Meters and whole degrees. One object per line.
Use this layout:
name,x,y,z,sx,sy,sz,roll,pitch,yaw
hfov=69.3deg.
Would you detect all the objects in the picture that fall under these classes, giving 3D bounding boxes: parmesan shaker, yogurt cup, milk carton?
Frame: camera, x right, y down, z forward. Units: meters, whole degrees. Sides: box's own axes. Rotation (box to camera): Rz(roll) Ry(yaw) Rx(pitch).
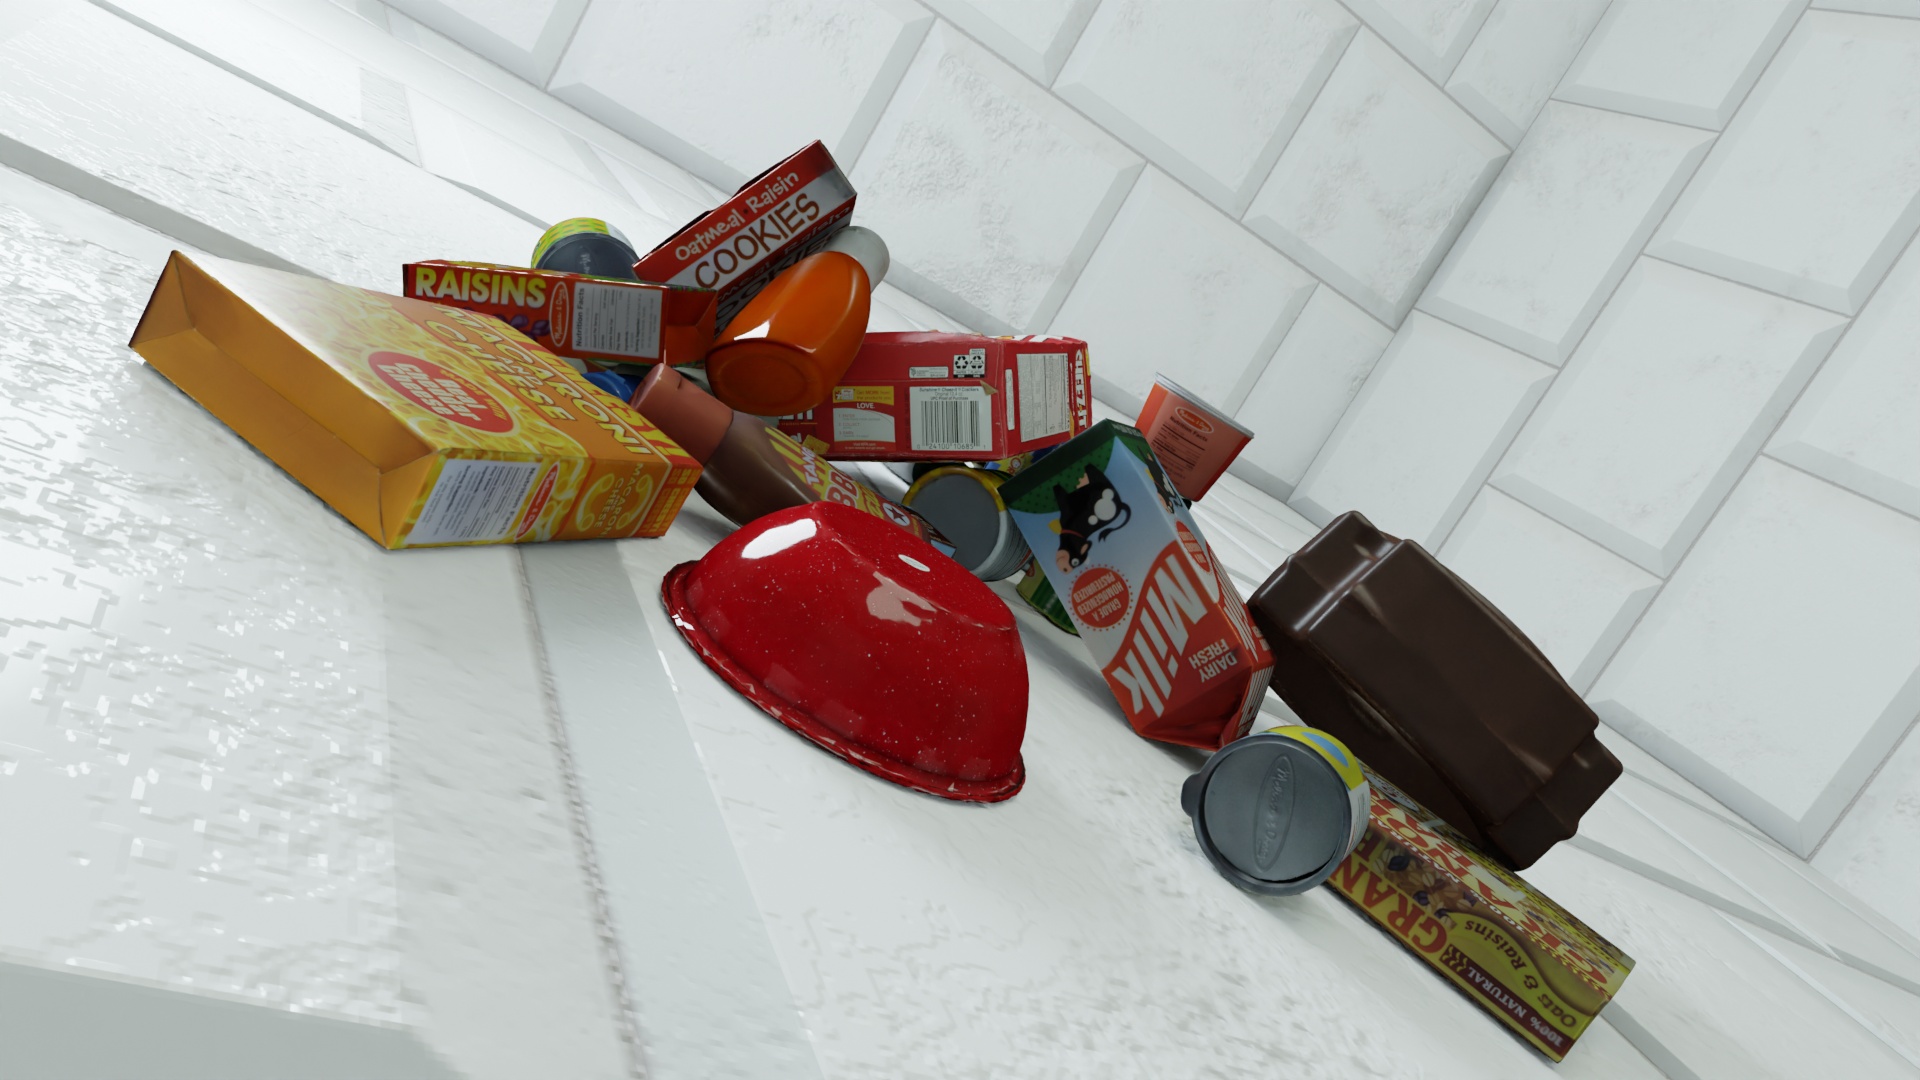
parmesan shaker,0.089,0.003,0.855,0.071,0.103,0.071,30,11,-6
yogurt cup,0.133,-0.059,0.826,0.072,0.054,0.072,30,10,-6
milk carton,0.105,0.035,0.738,0.191,0.073,0.072,61,19,12

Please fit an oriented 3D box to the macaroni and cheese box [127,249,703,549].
macaroni and cheese box,-0.186,-0.048,0.510,0.124,0.040,0.166,35,12,14

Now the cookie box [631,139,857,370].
cookie box,-0.125,-0.157,0.806,0.040,0.123,0.167,52,-10,-2

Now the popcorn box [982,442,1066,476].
popcorn box,0.056,-0.038,0.999,0.038,0.085,0.127,37,12,22

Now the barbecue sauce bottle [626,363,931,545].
barbecue sauce bottle,-0.083,-0.023,0.625,0.148,0.043,0.065,34,19,-22

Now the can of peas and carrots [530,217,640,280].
can of peas and carrots,-0.225,-0.156,0.831,0.071,0.071,0.059,26,11,-26

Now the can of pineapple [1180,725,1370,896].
can of pineapple,0.137,0.113,0.595,0.071,0.071,0.058,35,11,22

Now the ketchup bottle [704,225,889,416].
ketchup bottle,-0.076,-0.119,0.721,0.065,0.043,0.149,3,36,17

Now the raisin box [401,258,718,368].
raisin box,-0.188,-0.109,0.663,0.123,0.040,0.086,6,11,5

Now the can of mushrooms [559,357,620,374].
can of mushrooms,-0.193,-0.103,0.760,0.071,0.033,0.071,30,10,-6

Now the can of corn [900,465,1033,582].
can of corn,0.003,-0.010,0.782,0.071,0.071,0.058,35,11,18

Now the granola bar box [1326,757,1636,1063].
granola bar box,0.232,0.169,0.668,0.166,0.039,0.124,37,12,29

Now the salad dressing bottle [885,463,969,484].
salad dressing bottle,-0.026,-0.061,0.987,0.064,0.044,0.148,17,16,-24

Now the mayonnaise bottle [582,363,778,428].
mayonnaise bottle,-0.146,-0.063,0.688,0.065,0.041,0.148,30,12,12

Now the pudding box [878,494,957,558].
pudding box,-0.048,-0.005,0.719,0.083,0.030,0.050,21,13,-42

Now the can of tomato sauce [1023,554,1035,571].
can of tomato sauce,0.082,-0.004,0.955,0.071,0.071,0.083,36,12,26
